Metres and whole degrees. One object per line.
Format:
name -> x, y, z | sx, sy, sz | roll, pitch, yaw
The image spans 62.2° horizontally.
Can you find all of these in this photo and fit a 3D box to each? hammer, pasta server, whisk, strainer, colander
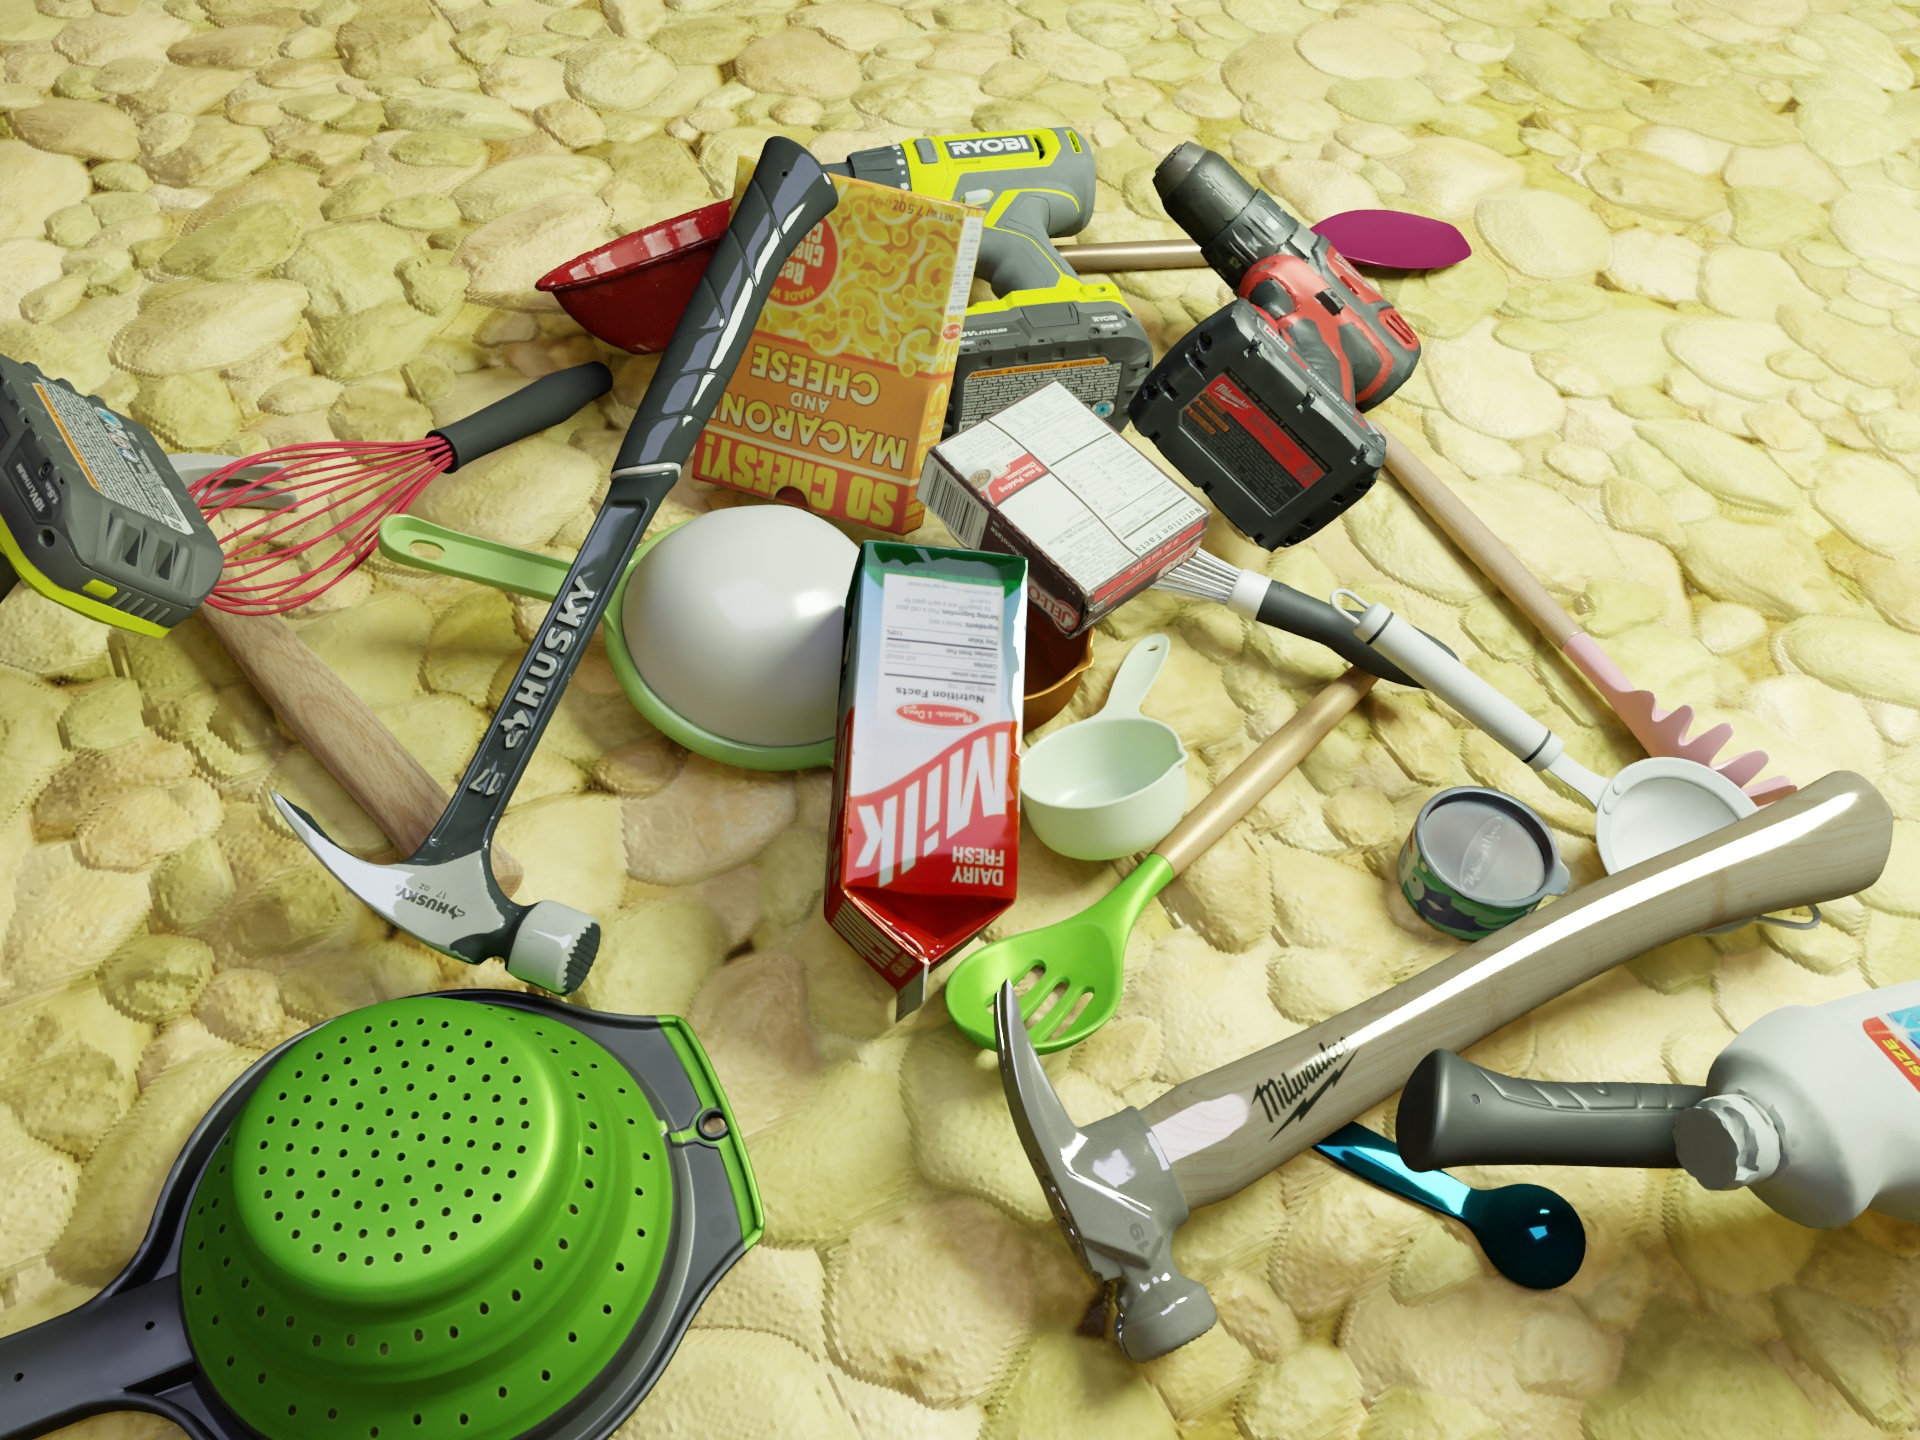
hammer -> -0.315, -0.024, 0.748 | 0.331, 0.031, 0.130 | 40, 59, 23
pasta server -> 0.312, -0.065, 0.838 | 0.060, 0.040, 0.317 | 23, 29, -50
hammer -> 0.214, 0.100, 0.655 | 0.410, 0.038, 0.146 | -22, 74, -17
hammer -> 0.317, 0.163, 0.615 | 0.334, 0.035, 0.146 | 6, 53, -18
whisk -> -0.271, -0.127, 0.790 | 0.073, 0.073, 0.296 | 28, 39, 16
hammer -> -0.153, -0.093, 0.705 | 0.149, 0.036, 0.409 | 19, 72, 9
strainer -> -0.139, -0.069, 0.741 | 0.256, 0.069, 0.152 | 14, 54, -12
strainer -> 0.276, 0.019, 0.736 | 0.258, 0.050, 0.087 | 38, 66, 3
whisk -> 0.116, -0.076, 0.806 | 0.285, 0.070, 0.070 | 23, 53, 12
colander -> -0.266, 0.191, 0.542 | 0.397, 0.094, 0.205 | -18, 56, -19

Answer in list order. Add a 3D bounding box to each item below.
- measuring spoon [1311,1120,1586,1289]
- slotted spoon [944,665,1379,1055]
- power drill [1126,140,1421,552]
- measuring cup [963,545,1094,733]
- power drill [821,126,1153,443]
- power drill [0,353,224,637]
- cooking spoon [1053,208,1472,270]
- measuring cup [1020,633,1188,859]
measuring spoon -> 0.190, 0.183, 0.639 | 0.129, 0.021, 0.042 | 25, 54, 14
slotted spoon -> 0.109, 0.054, 0.731 | 0.070, 0.031, 0.314 | 25, 49, 36
power drill -> 0.160, -0.212, 0.854 | 0.188, 0.080, 0.227 | 42, 39, -10
measuring cup -> -0.001, -0.002, 0.753 | 0.095, 0.052, 0.174 | 26, 66, 10
power drill -> 0.002, -0.259, 0.919 | 0.190, 0.080, 0.229 | -8, 53, -11
power drill -> -0.417, -0.024, 0.654 | 0.223, 0.080, 0.171 | -46, 61, 6
cooking spoon -> 0.177, -0.303, 1.024 | 0.319, 0.017, 0.069 | -5, 50, -10
measuring cup -> 0.080, 0.010, 0.759 | 0.083, 0.038, 0.168 | -3, 29, 22
